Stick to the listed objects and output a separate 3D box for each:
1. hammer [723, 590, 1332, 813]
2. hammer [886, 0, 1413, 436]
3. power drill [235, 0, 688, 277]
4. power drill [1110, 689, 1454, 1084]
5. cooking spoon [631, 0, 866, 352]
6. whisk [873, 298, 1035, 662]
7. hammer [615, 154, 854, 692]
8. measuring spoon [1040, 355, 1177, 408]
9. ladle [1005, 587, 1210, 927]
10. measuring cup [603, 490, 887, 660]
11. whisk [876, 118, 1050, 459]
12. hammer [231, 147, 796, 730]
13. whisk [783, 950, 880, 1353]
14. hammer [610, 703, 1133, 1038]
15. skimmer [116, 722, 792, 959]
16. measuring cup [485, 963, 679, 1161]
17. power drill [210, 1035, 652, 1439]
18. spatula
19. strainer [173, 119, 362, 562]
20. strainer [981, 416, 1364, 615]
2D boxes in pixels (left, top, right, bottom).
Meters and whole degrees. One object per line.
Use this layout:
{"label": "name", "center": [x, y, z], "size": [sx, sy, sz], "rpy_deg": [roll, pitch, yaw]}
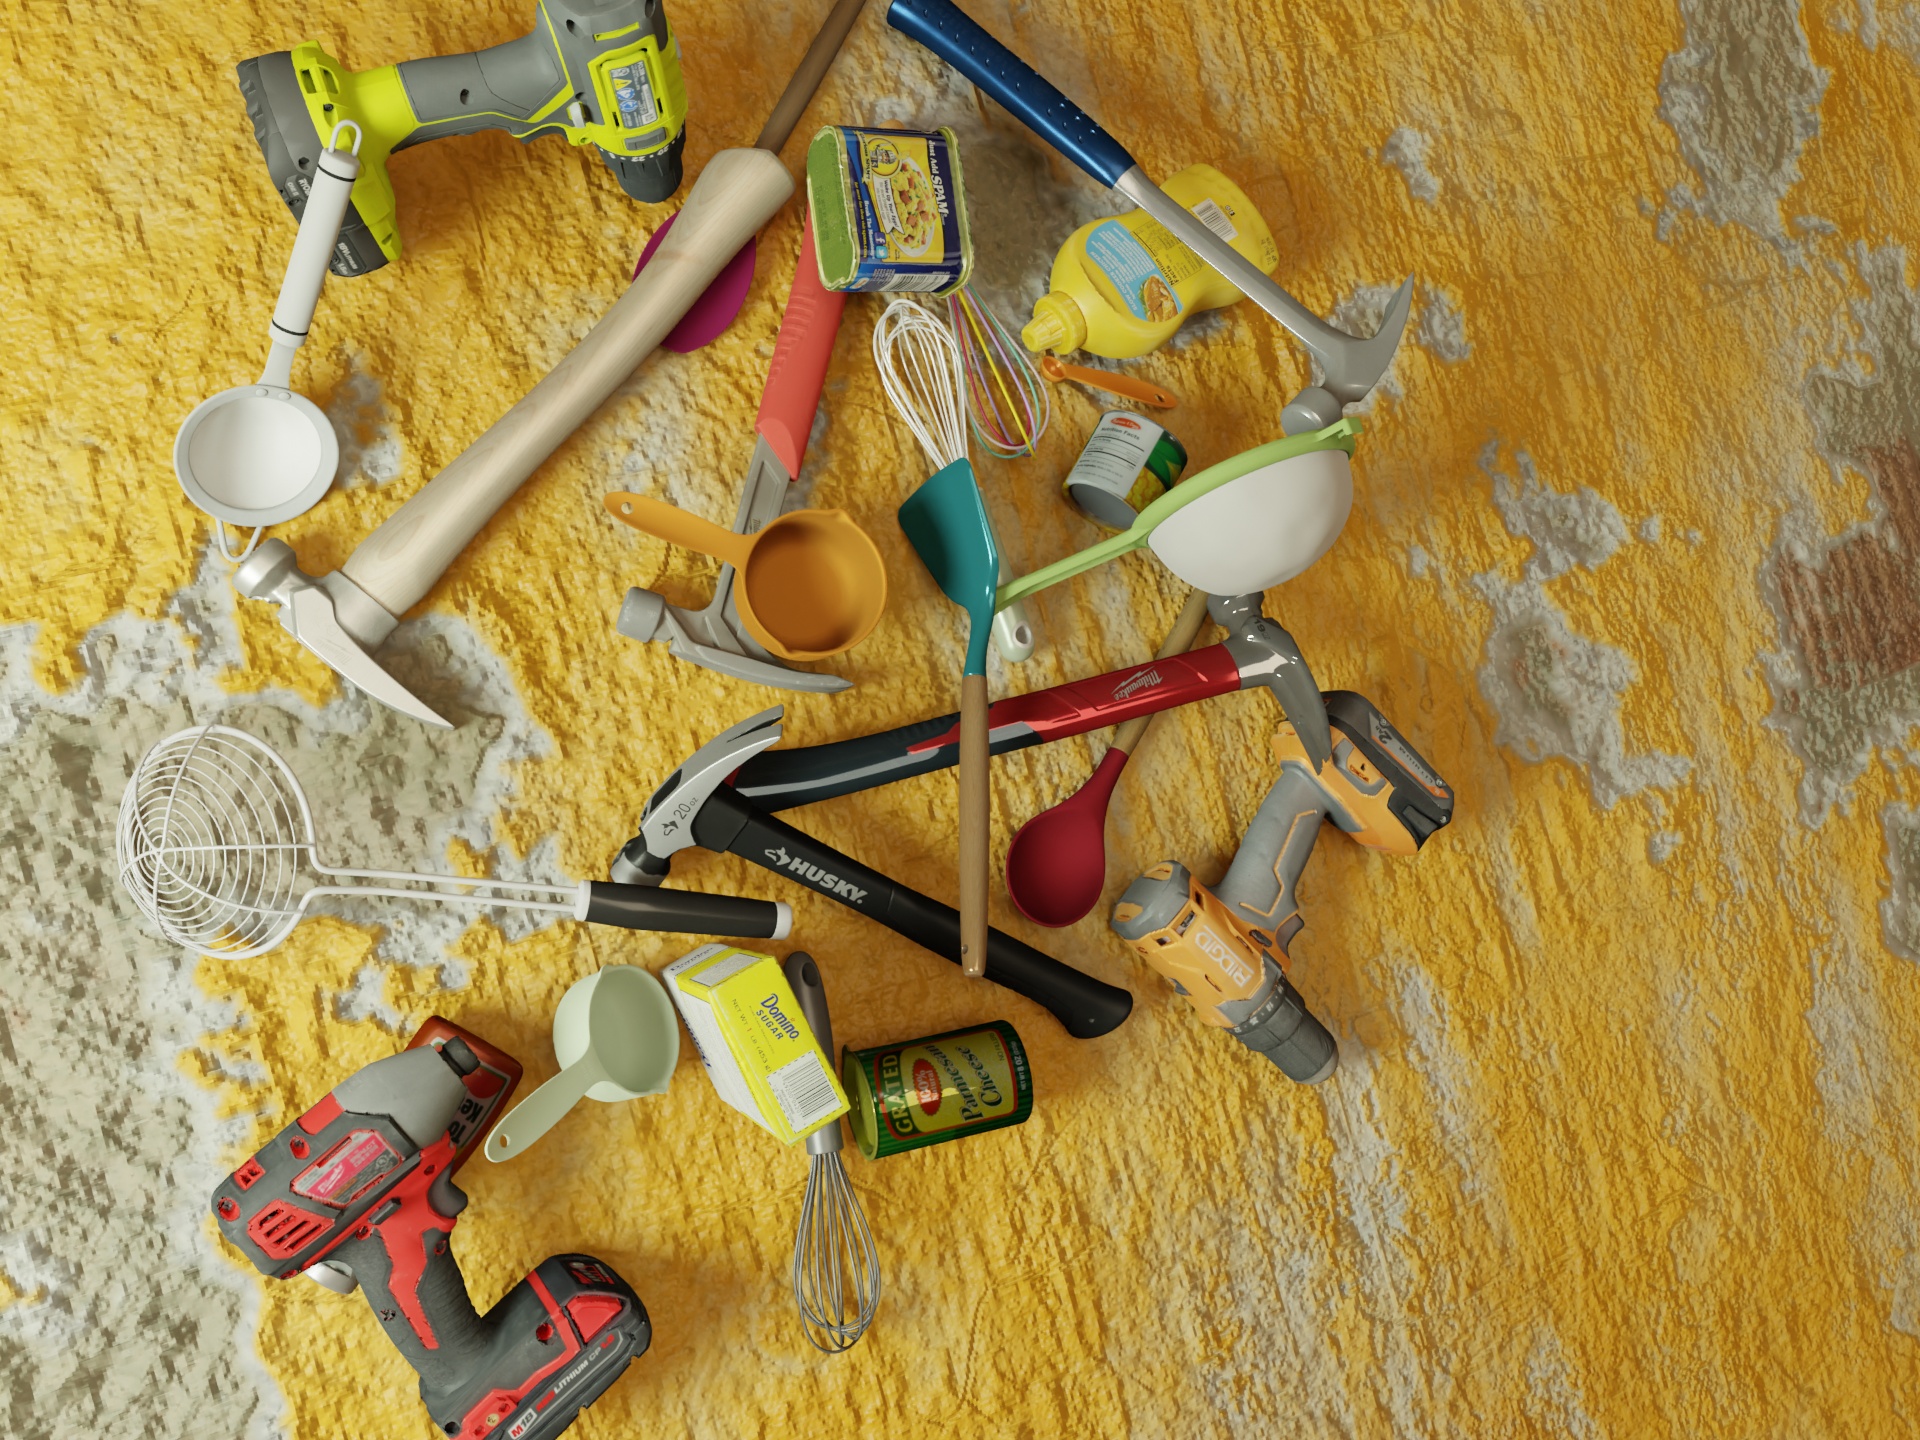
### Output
{"label": "hammer", "center": [0.041, 0.014, 1.000], "size": [0.386, 0.038, 0.143], "rpy_deg": [-15, 62, -13]}
{"label": "hammer", "center": [0.120, -0.353, 1.046], "size": [0.405, 0.035, 0.144], "rpy_deg": [41, 67, 5]}
{"label": "power drill", "center": [-0.266, -0.335, 0.904], "size": [0.228, 0.190, 0.080], "rpy_deg": [-20, 77, -7]}
{"label": "power drill", "center": [0.233, 0.115, 1.069], "size": [0.185, 0.084, 0.226], "rpy_deg": [45, 77, -12]}
{"label": "cooking spoon", "center": [-0.122, -0.375, 1.030], "size": [0.068, 0.017, 0.319], "rpy_deg": [29, 76, -13]}
{"label": "whisk", "center": [0.000, -0.154, 1.033], "size": [0.058, 0.059, 0.246], "rpy_deg": [-24, 98, -34]}
{"label": "hammer", "center": [-0.099, -0.201, 1.010], "size": [0.149, 0.037, 0.359], "rpy_deg": [17, 79, -17]}
{"label": "measuring spoon", "center": [0.101, -0.227, 1.084], "size": [0.116, 0.011, 0.021], "rpy_deg": [7, 55, -33]}
{"label": "ladle", "center": [0.118, -0.001, 1.068], "size": [0.069, 0.031, 0.315], "rpy_deg": [33, 73, -10]}
{"label": "measuring cup", "center": [-0.130, -0.094, 0.944], "size": [0.173, 0.052, 0.095], "rpy_deg": [21, 79, -14]}
{"label": "whisk", "center": [-0.001, -0.283, 1.054], "size": [0.047, 0.051, 0.245], "rpy_deg": [-20, 86, -55]}
{"label": "hammer", "center": [-0.232, -0.184, 0.953], "size": [0.146, 0.038, 0.411], "rpy_deg": [42, 76, -12]}
{"label": "whisk", "center": [-0.085, 0.259, 0.962], "size": [0.055, 0.055, 0.239], "rpy_deg": [-5, 82, -19]}
{"label": "hammer", "center": [-0.032, 0.112, 0.973], "size": [0.334, 0.035, 0.146], "rpy_deg": [29, 117, -20]}
{"label": "skimmer", "center": [-0.278, 0.085, 0.899], "size": [0.363, 0.090, 0.127], "rpy_deg": [9, 100, -22]}
{"label": "measuring cup", "center": [-0.218, 0.196, 0.878], "size": [0.083, 0.038, 0.167], "rpy_deg": [66, 29, -9]}
{"label": "power drill", "center": [-0.270, 0.279, 0.847], "size": [0.143, 0.079, 0.219], "rpy_deg": [-42, 114, -21]}
{"label": "spatula", "center": [-0.002, -0.003, 0.957], "size": [0.044, 0.082, 0.318], "rpy_deg": [15, 62, -31]}
{"label": "strainer", "center": [-0.366, -0.205, 0.864], "size": [0.086, 0.050, 0.258], "rpy_deg": [5, 126, -41]}
{"label": "strainer", "center": [0.140, -0.100, 1.004], "size": [0.256, 0.151, 0.069], "rpy_deg": [-23, 81, 1]}
